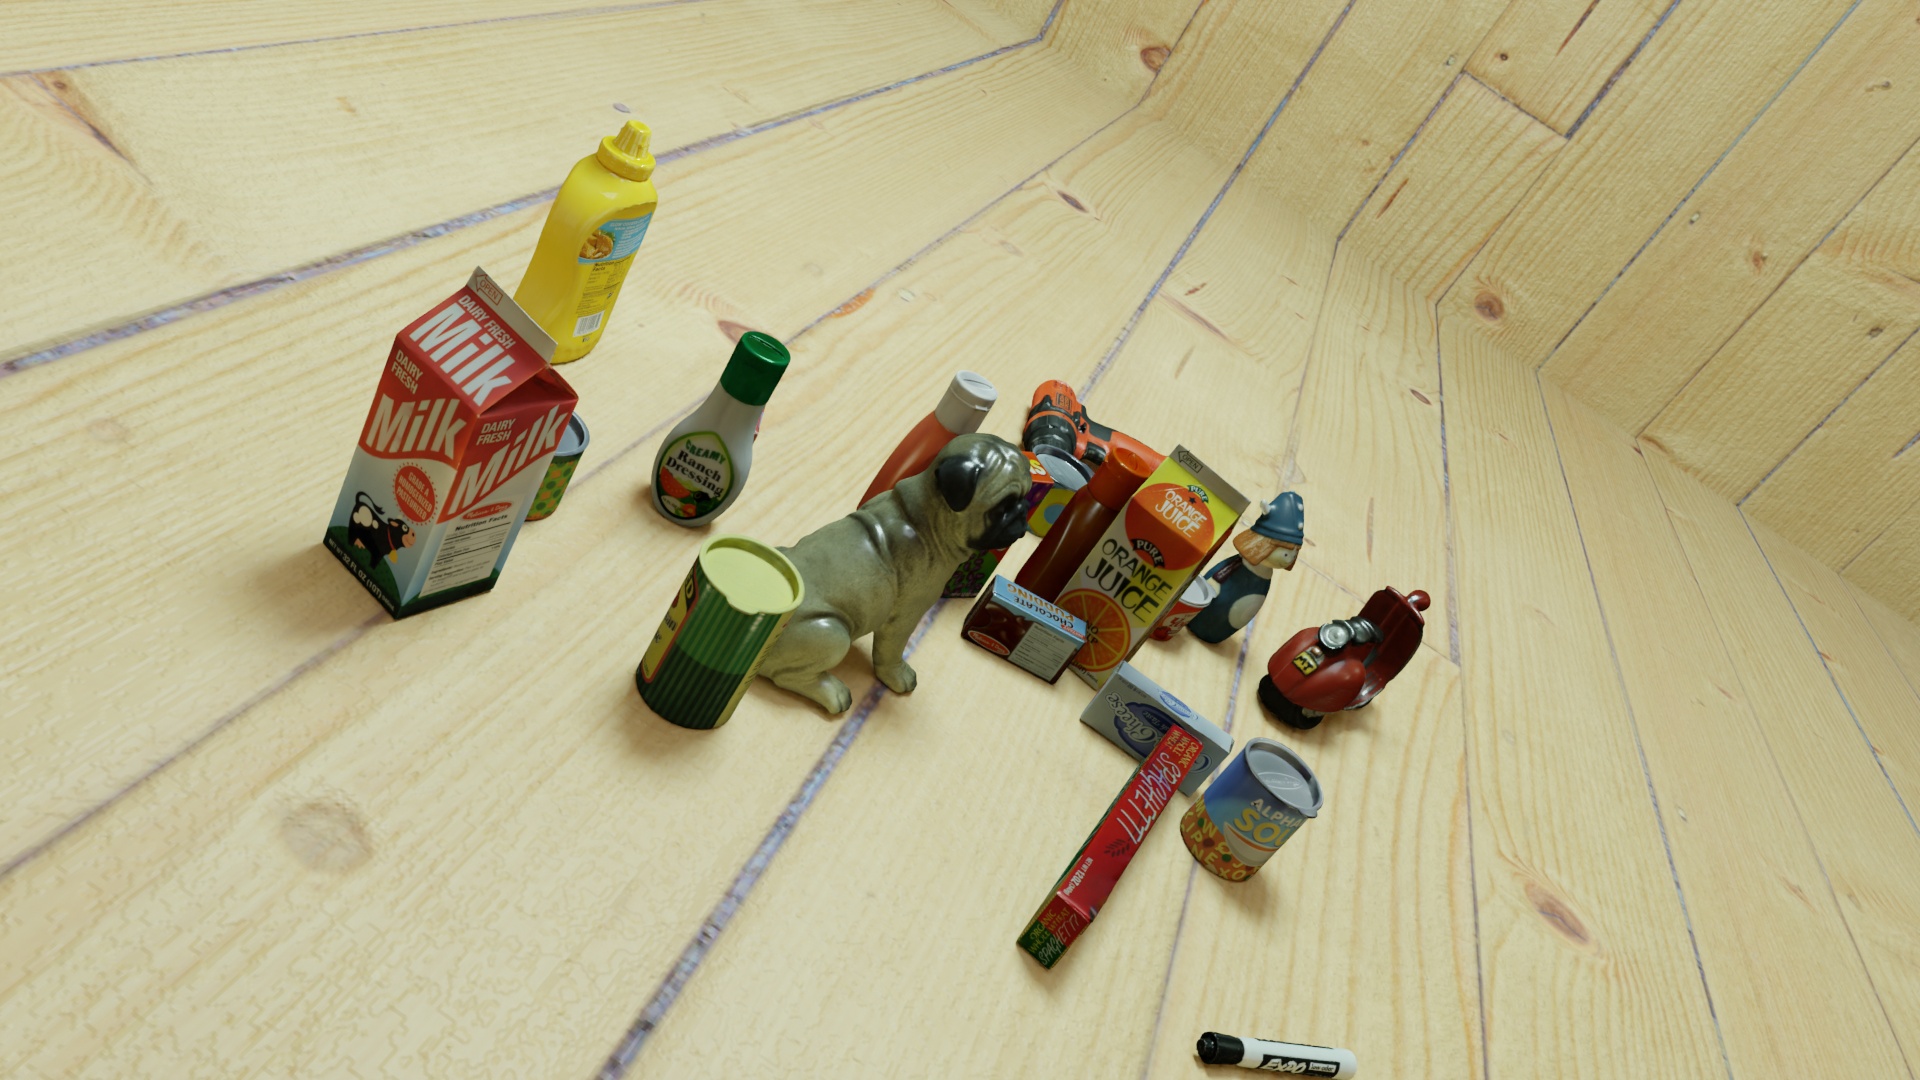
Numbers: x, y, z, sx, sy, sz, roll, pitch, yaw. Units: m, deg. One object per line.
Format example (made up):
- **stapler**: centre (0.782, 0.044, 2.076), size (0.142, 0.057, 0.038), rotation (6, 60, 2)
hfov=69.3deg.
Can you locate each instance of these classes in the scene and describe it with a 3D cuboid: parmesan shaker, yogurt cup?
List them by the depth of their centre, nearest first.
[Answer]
- **parmesan shaker**: centre (-0.145, 0.057, 0.825), size (0.071, 0.102, 0.072), rotation (25, 30, -15)
- **yogurt cup**: centre (0.176, 0.050, 1.207), size (0.072, 0.053, 0.073), rotation (25, 30, -15)

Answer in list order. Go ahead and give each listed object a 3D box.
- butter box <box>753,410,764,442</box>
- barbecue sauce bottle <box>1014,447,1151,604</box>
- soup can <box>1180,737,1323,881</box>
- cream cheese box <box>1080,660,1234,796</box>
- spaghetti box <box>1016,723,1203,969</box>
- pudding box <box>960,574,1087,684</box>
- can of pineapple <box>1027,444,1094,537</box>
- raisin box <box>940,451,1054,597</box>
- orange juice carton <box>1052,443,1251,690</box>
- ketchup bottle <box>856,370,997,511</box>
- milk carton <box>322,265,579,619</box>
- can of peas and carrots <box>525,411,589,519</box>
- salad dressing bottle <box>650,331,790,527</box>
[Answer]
- **butter box**: centre (-0.171, -0.092, 1.075), size (0.024, 0.053, 0.104), rotation (25, 30, -16)
- **barbecue sauce bottle**: centre (0.098, -0.009, 1.120), size (0.043, 0.148, 0.065), rotation (30, 29, -7)
- **soup can**: centre (0.208, 0.195, 0.990), size (0.071, 0.083, 0.072), rotation (25, 30, -15)
- **cream cheese box**: centre (0.147, 0.141, 1.041), size (0.104, 0.053, 0.024), rotation (35, 29, 3)
- **spaghetti box**: centre (0.106, 0.194, 0.923), size (0.029, 0.050, 0.251), rotation (39, 29, 9)
- **pudding box**: centre (0.049, 0.068, 1.058), size (0.084, 0.049, 0.030), rotation (28, 29, -10)
- **can of pineapple**: centre (0.081, -0.043, 1.249), size (0.071, 0.057, 0.071), rotation (25, 30, -15)
- **raisin box**: centre (0.004, -0.013, 1.059), size (0.086, 0.122, 0.040), rotation (4, 41, -43)
- **orange juice carton**: centre (0.143, 0.018, 1.080), size (0.072, 0.191, 0.073), rotation (40, 29, 12)
- **ketchup bottle**: centre (-0.022, -0.064, 1.083), size (0.065, 0.148, 0.044), rotation (10, 37, -37)
- **milk carton**: centre (-0.277, -0.054, 0.770), size (0.072, 0.189, 0.074), rotation (42, 30, 15)
- **can of peas and carrots**: centre (-0.284, -0.055, 0.900), size (0.071, 0.058, 0.071), rotation (25, 30, -15)
- **salad dressing bottle**: centre (-0.165, -0.076, 0.960), size (0.064, 0.147, 0.044), rotation (31, 29, -5)
